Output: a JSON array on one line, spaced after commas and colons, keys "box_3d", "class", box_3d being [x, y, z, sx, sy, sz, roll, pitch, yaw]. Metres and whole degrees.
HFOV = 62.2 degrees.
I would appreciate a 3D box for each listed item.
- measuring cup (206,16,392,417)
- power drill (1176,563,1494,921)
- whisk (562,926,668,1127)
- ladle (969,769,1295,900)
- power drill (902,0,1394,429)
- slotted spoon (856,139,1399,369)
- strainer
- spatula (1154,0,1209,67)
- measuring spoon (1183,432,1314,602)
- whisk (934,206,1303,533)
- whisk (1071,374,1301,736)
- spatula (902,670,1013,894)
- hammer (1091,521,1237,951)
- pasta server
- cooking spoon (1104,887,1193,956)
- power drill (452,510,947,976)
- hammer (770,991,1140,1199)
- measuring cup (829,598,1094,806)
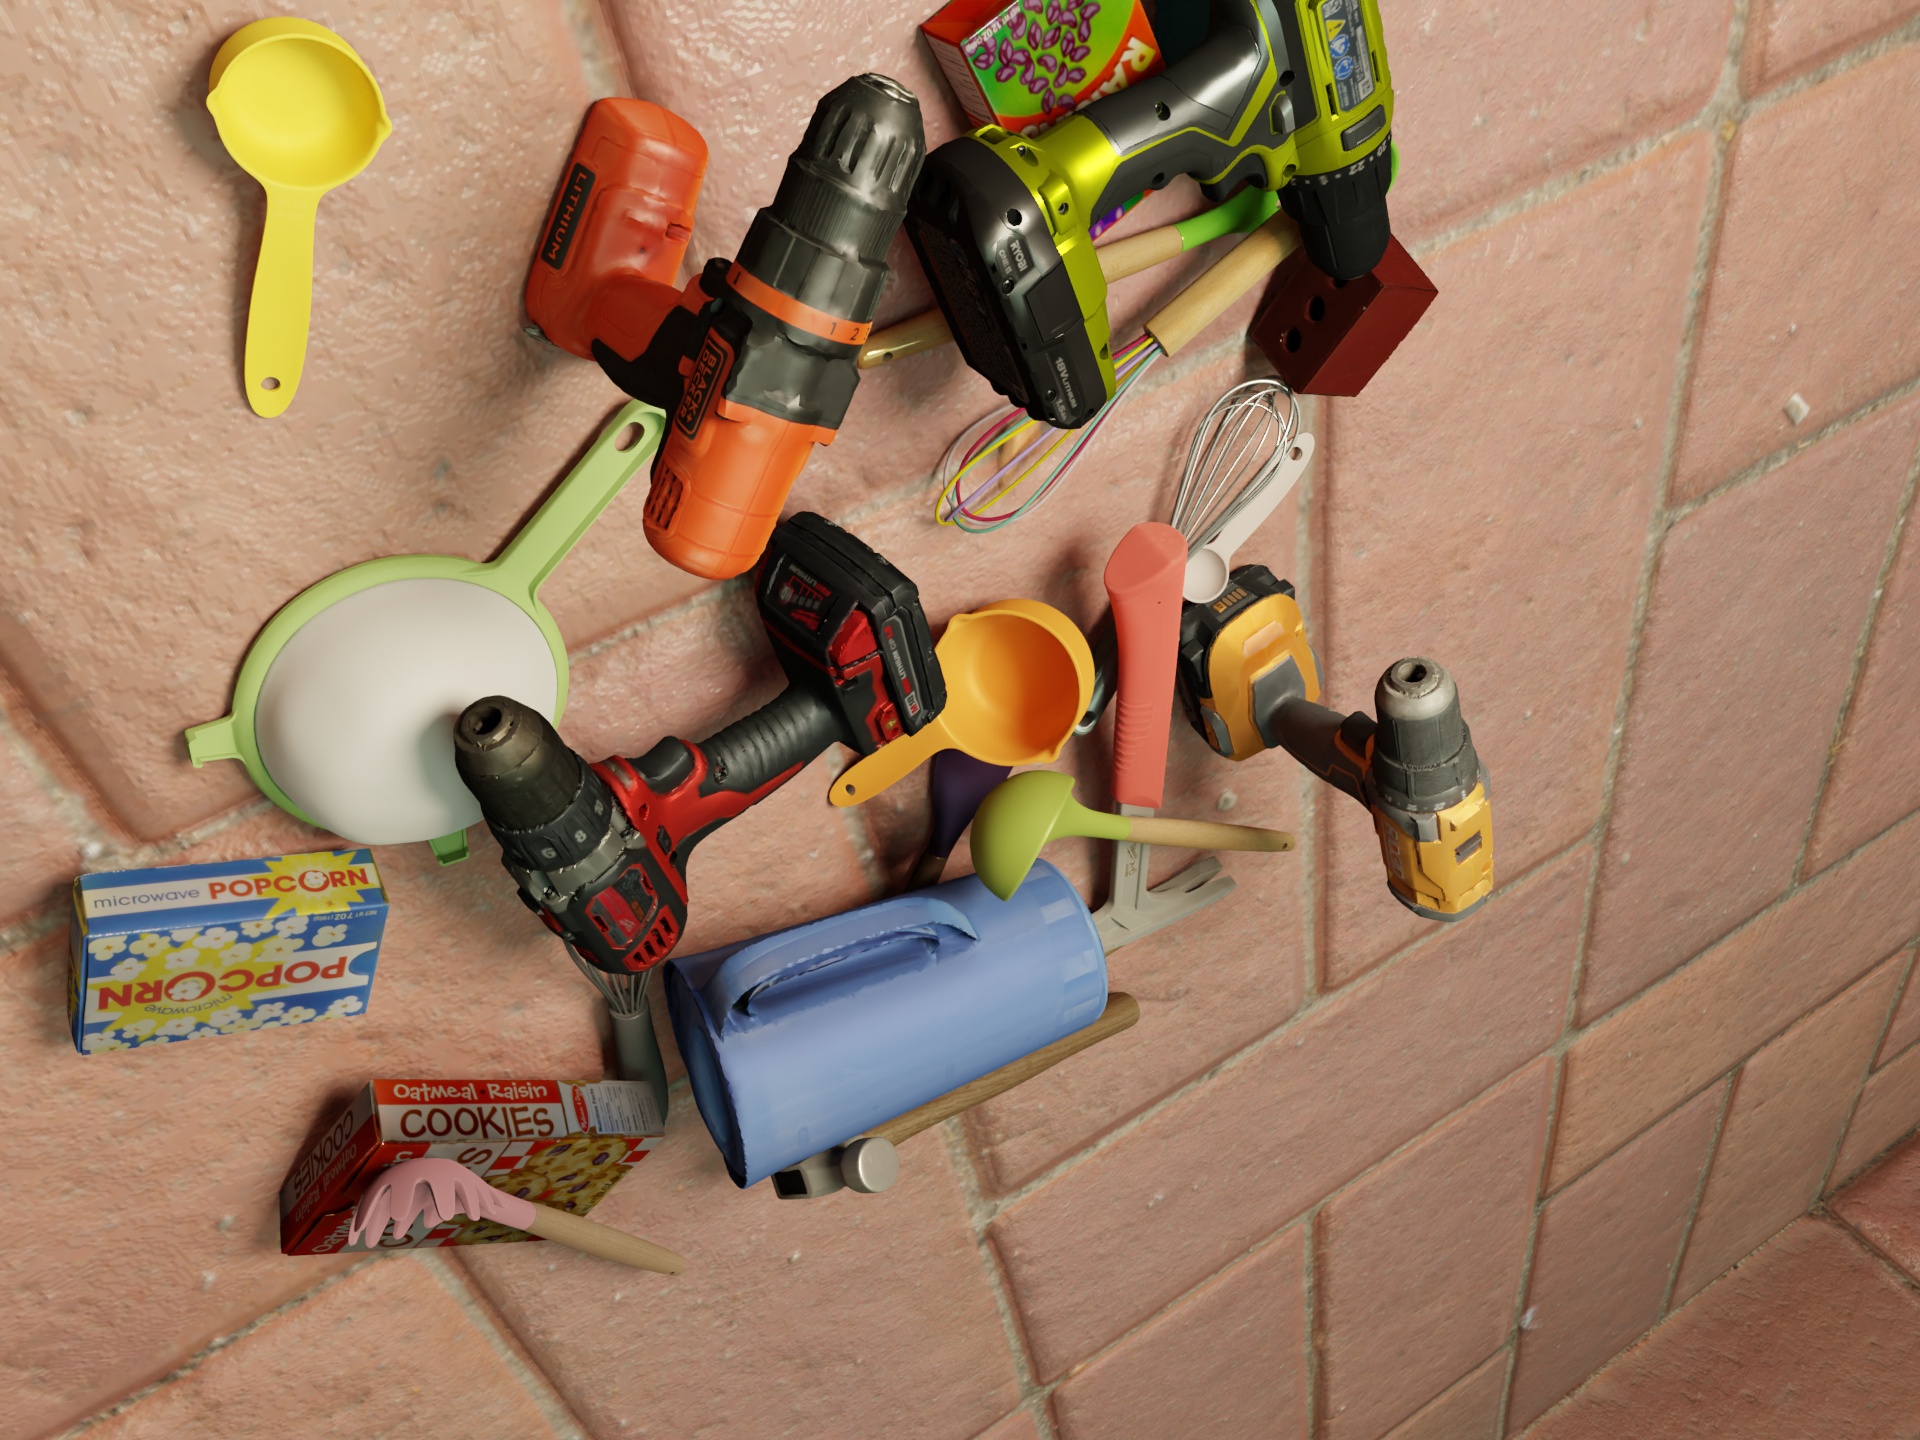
[{"box_3d": [-0.255, -0.186, 0.596, 0.062, 0.029, 0.156, -4, 136, -34], "class": "measuring cup"}, {"box_3d": [0.215, -0.005, 0.924, 0.084, 0.226, 0.185, -34, 136, -10], "class": "power drill"}, {"box_3d": [-0.187, 0.162, 0.891, 0.055, 0.055, 0.238, -21, 136, -23], "class": "whisk"}, {"box_3d": [0.121, 0.074, 0.961, 0.320, 0.062, 0.078, 8, 118, -46], "class": "ladle"}, {"box_3d": [0.100, -0.236, 0.716, 0.228, 0.080, 0.190, -37, 137, -8], "class": "power drill"}, {"box_3d": [0.086, -0.236, 0.800, 0.314, 0.031, 0.070, -25, 148, -16], "class": "slotted spoon"}, {"box_3d": [-0.206, -0.033, 0.709, 0.256, 0.069, 0.151, -48, 136, 7], "class": "strainer"}, {"box_3d": [0.081, -0.354, 0.663, 0.082, 0.044, 0.317, -45, 153, 7], "class": "spatula"}, {"box_3d": [0.171, -0.124, 0.958, 0.034, 0.018, 0.124, 39, 90, -15], "class": "measuring spoon"}, {"box_3d": [0.083, -0.179, 0.810, 0.245, 0.051, 0.047, -40, 131, 5], "class": "whisk"}, {"box_3d": [0.122, -0.090, 0.924, 0.057, 0.059, 0.246, 15, 117, -29], "class": "whisk"}, {"box_3d": [-0.026, 0.102, 0.983, 0.059, 0.018, 0.315, 9, 115, -35], "class": "spatula"}, {"box_3d": [0.118, 0.022, 0.976, 0.149, 0.037, 0.358, -22, 141, -17], "class": "hammer"}, {"box_3d": [-0.229, 0.289, 0.889, 0.060, 0.040, 0.315, -17, 150, 11], "class": "pasta server"}, {"box_3d": [0.031, 0.196, 1.095, 0.319, 0.017, 0.068, -29, 151, -16], "class": "cooking spoon"}, {"box_3d": [-0.122, 0.002, 0.746, 0.227, 0.080, 0.187, -42, 148, -18], "class": "power drill"}, {"box_3d": [0.008, 0.240, 1.044, 0.130, 0.031, 0.331, -20, 176, 43], "class": "hammer"}, {"box_3d": [-0.001, -0.003, 0.895, 0.173, 0.095, 0.052, -33, -176, 25], "class": "measuring cup"}]
